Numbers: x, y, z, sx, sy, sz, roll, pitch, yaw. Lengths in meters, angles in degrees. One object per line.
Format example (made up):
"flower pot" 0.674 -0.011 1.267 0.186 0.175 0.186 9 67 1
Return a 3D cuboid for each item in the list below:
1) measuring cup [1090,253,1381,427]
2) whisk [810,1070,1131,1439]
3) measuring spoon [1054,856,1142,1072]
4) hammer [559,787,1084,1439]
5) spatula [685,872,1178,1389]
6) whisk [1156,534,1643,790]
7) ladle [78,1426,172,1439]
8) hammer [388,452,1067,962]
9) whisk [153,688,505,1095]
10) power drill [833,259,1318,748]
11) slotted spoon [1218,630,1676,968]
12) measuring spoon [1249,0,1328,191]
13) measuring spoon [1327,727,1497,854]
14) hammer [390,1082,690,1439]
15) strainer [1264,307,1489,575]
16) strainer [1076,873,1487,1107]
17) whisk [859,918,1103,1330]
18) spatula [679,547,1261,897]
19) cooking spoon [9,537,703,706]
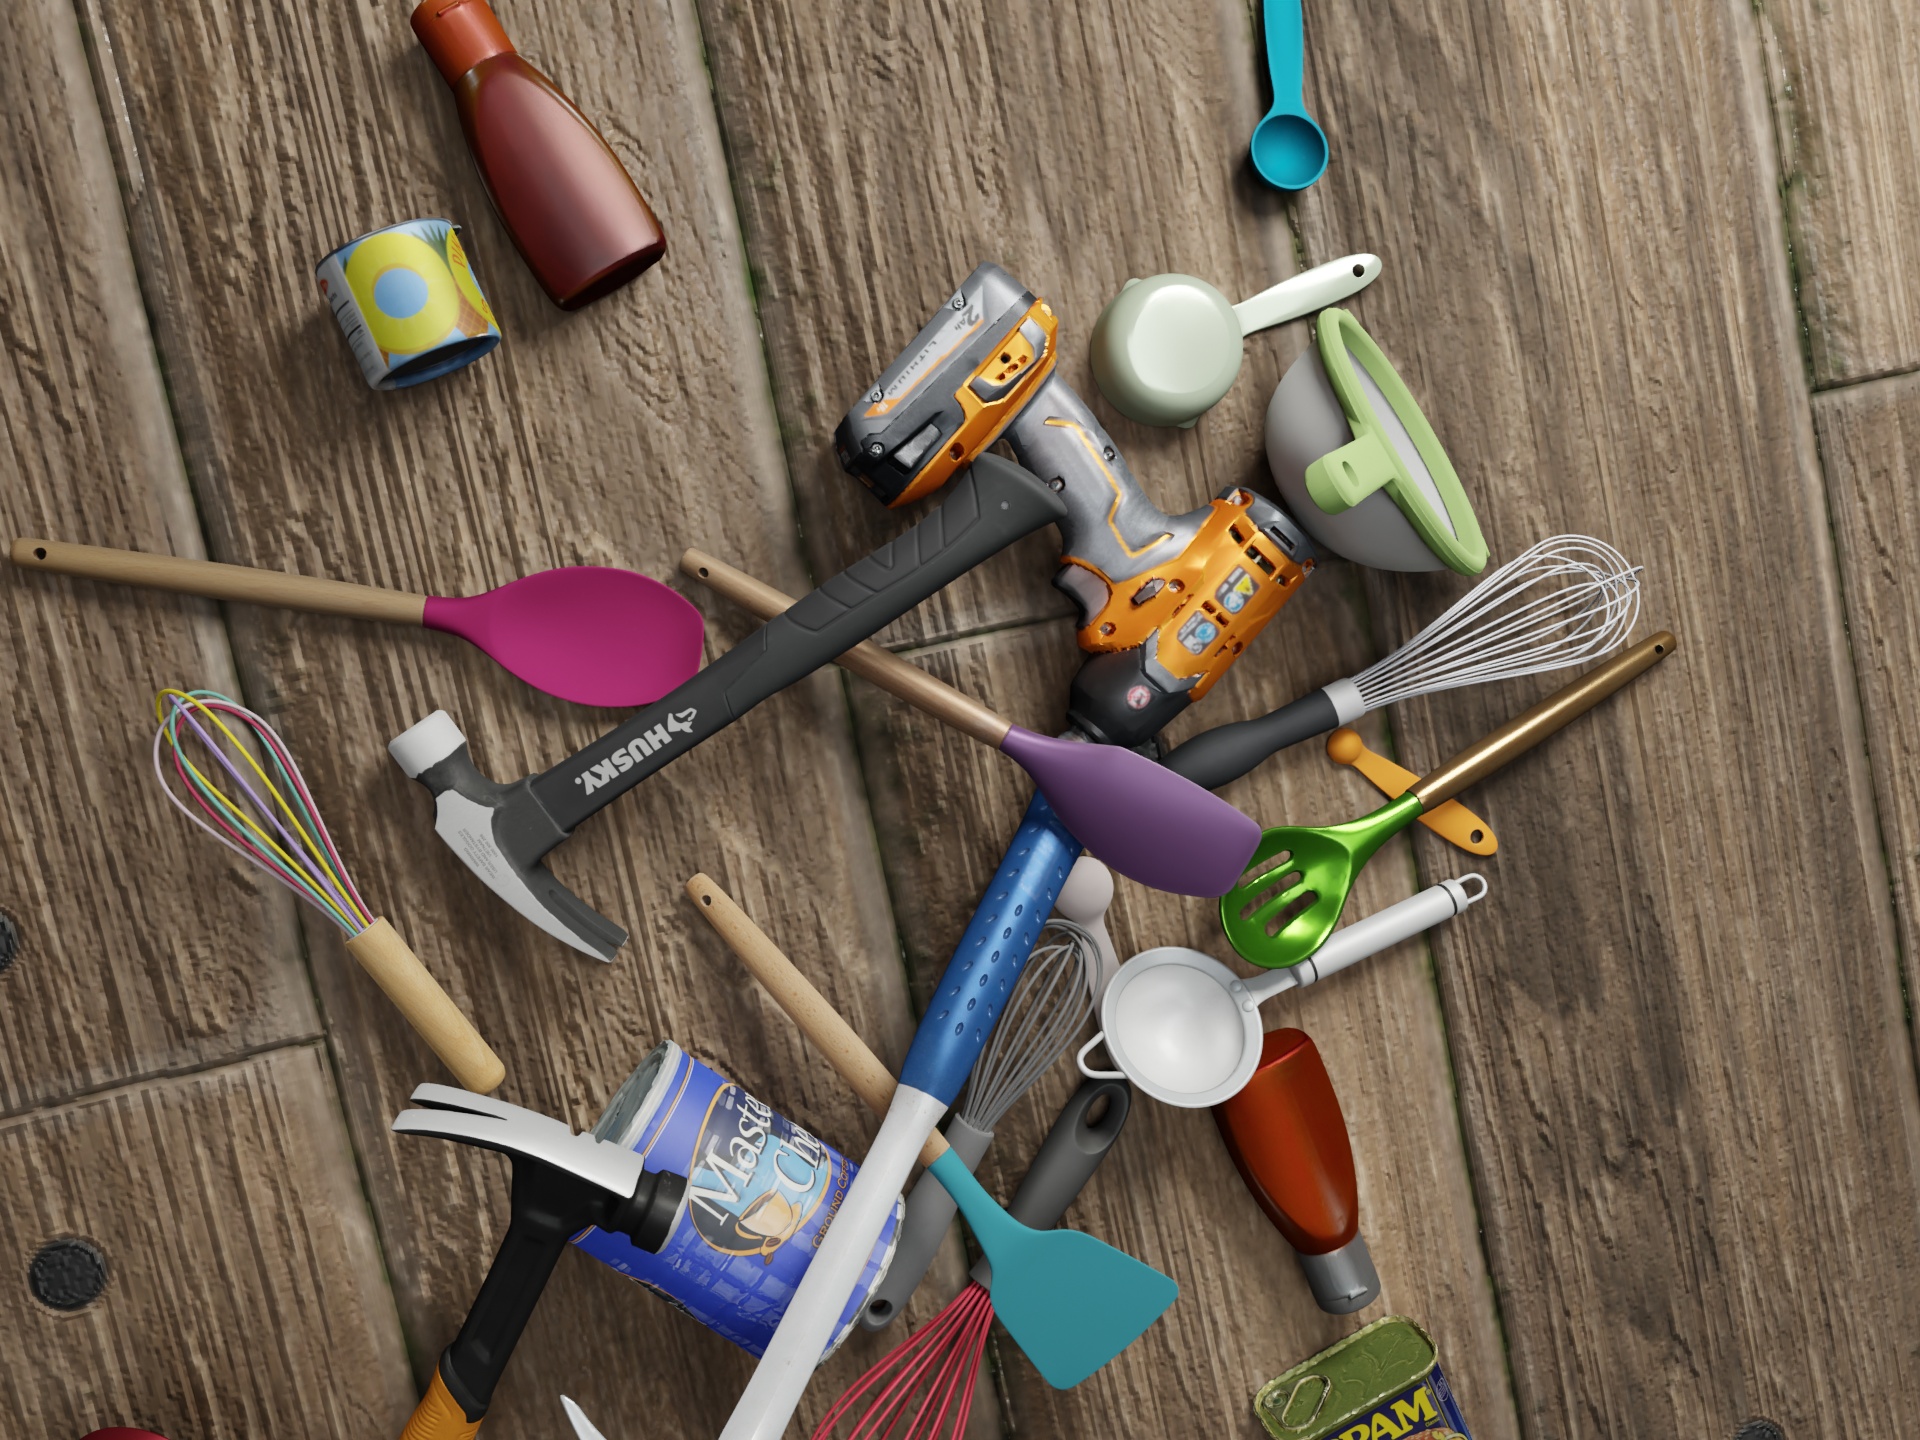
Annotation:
"measuring cup" 0.149 -0.209 0.822 0.167 0.038 0.083 -24 97 -6
"whisk" 0.004 0.309 0.820 0.073 0.073 0.296 36 80 -10
"measuring spoon" 0.077 0.132 0.839 0.034 0.018 0.124 -16 97 -9
"hammer" -0.027 0.180 0.732 0.144 0.035 0.406 27 62 3
"spatula" -0.027 0.196 0.792 0.082 0.044 0.317 -44 82 8
"whisk" 0.231 -0.022 0.843 0.284 0.070 0.070 -24 97 -2
"ladle" -0.268 0.412 0.735 0.315 0.031 0.069 37 105 -19
"hammer" -0.097 -0.017 0.748 0.335 0.035 0.146 -32 100 10
"whisk" -0.302 0.084 0.765 0.047 0.051 0.245 -32 103 14
"power drill" 0.046 -0.094 0.787 0.226 0.084 0.164 41 86 -9
"slotted spoon" 0.264 0.033 0.854 0.314 0.031 0.070 -31 96 -12
"measuring spoon" 0.167 -0.336 0.834 0.042 0.021 0.129 -1 84 -9
"measuring spoon" 0.249 0.041 0.867 0.117 0.011 0.021 33 87 -10
"hammer" -0.244 0.318 0.731 0.127 0.034 0.336 24 109 -7
"strainer" 0.177 -0.113 0.754 0.069 0.256 0.151 -30 91 28
"strainer" 0.174 0.137 0.844 0.258 0.050 0.087 -22 66 -14
"whisk" 0.004 0.209 0.818 0.055 0.055 0.239 27 93 -10
"spatula" -0.001 -0.002 0.781 0.316 0.018 0.059 30 110 4
"cooking spoon" -0.284 -0.057 0.767 0.318 0.017 0.069 8 91 -11
